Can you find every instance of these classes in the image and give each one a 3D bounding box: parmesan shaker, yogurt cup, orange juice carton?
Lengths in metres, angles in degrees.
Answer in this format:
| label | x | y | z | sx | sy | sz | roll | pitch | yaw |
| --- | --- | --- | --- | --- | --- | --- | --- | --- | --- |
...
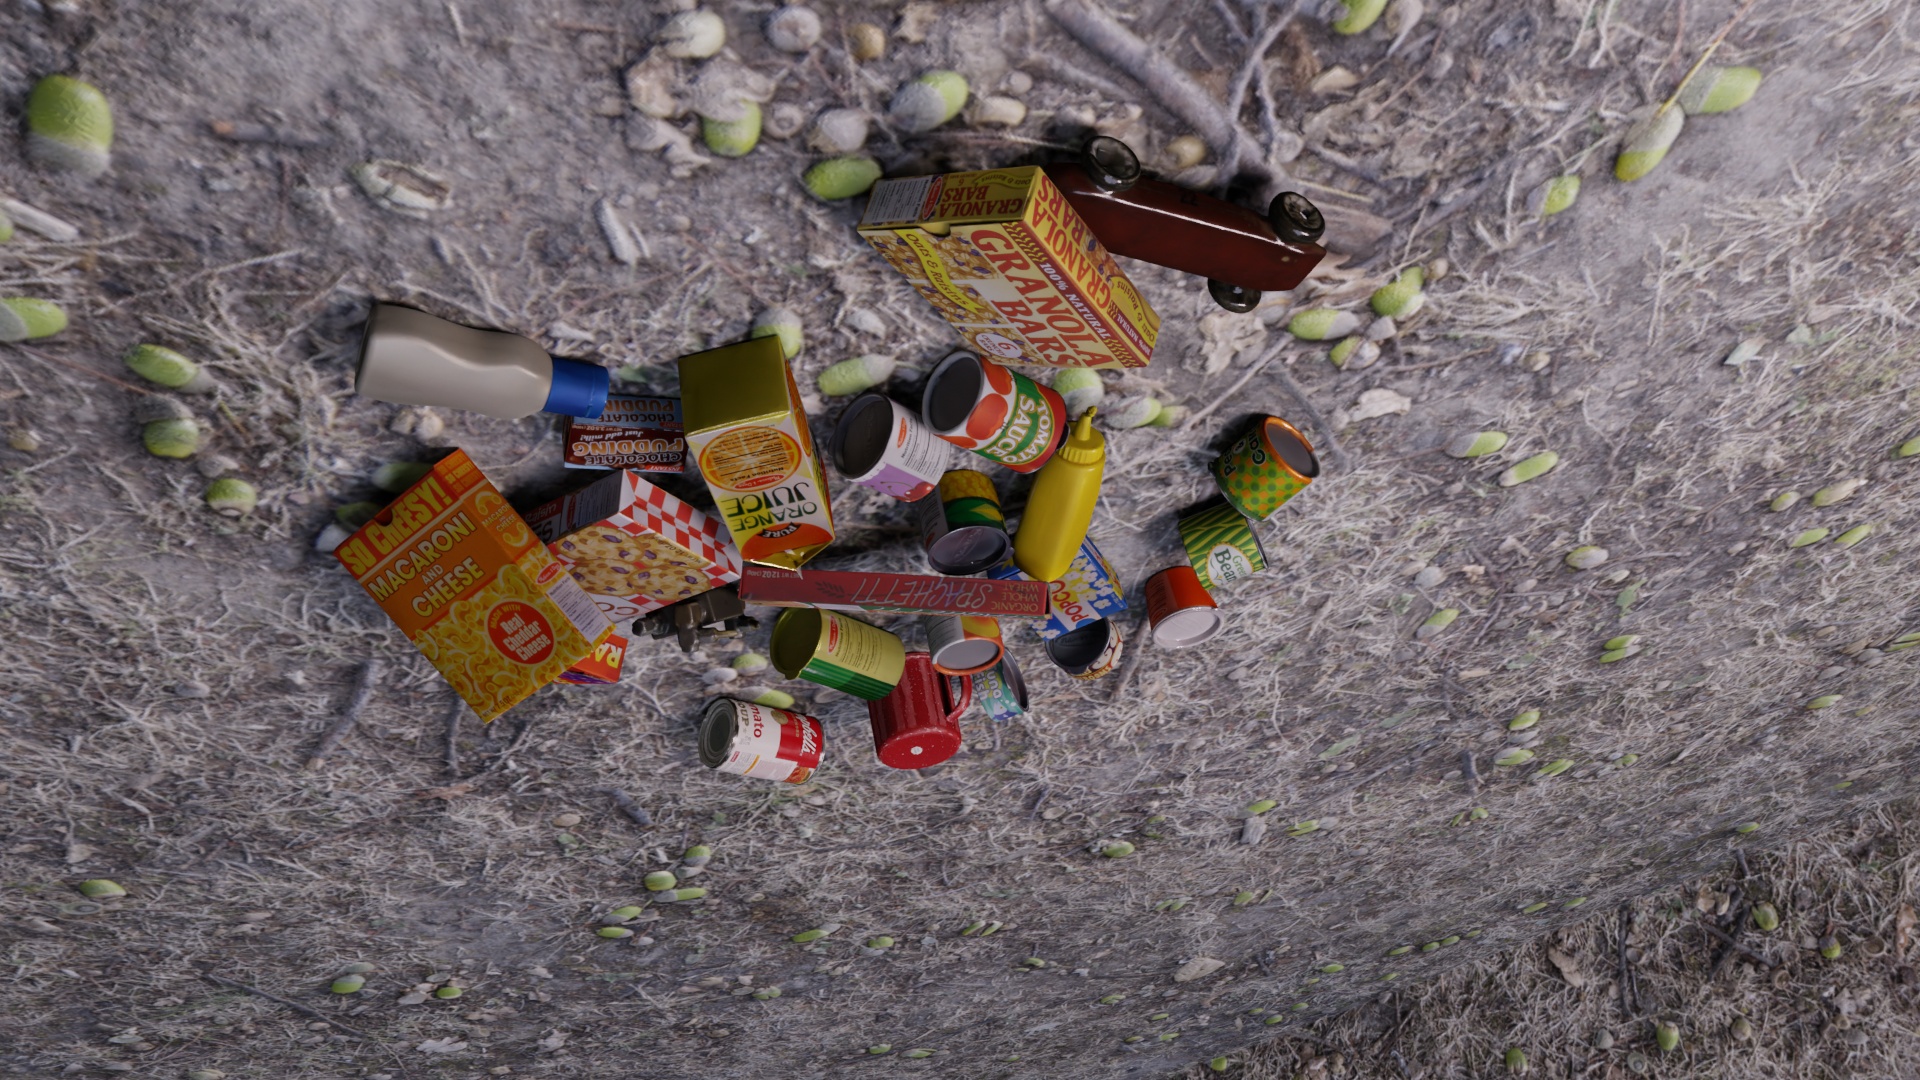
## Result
| label | x | y | z | sx | sy | sz | roll | pitch | yaw |
| --- | --- | --- | --- | --- | --- | --- | --- | --- | --- |
| parmesan shaker | -0.107 | 0.100 | 1.215 | 0.071 | 0.071 | 0.103 | -35 | 140 | 28 |
| yogurt cup | 0.202 | 0.060 | 1.276 | 0.072 | 0.054 | 0.072 | -9 | 145 | -6 |
| orange juice carton | -0.138 | -0.050 | 0.989 | 0.073 | 0.072 | 0.191 | -13 | 145 | 0 |

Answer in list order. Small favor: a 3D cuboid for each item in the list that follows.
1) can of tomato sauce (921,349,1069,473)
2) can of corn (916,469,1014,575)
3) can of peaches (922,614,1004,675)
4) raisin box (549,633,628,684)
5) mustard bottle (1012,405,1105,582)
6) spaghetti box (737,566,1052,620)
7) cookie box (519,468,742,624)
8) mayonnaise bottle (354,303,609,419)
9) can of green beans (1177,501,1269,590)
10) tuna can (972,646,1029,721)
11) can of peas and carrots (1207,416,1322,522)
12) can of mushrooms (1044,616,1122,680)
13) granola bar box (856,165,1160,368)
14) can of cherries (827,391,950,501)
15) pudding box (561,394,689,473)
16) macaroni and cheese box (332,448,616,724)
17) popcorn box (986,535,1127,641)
| label | x | y | z | sx | sy | sz | roll | pitch | yaw |
| --- | --- | --- | --- | --- | --- | --- | --- | --- | --- |
| can of tomato sauce | 0.025 | -0.091 | 0.988 | 0.083 | 0.071 | 0.071 | 21 | 133 | -38 |
| can of corn | 0.004 | -0.014 | 1.100 | 0.071 | 0.058 | 0.070 | -9 | 145 | -6 |
| can of peaches | 0.004 | 0.080 | 1.235 | 0.071 | 0.058 | 0.071 | -9 | 145 | -6 |
| raisin box | -0.337 | 0.085 | 1.100 | 0.123 | 0.040 | 0.086 | -5 | 156 | 39 |
| mustard bottle | 0.082 | -0.043 | 1.084 | 0.049 | 0.066 | 0.159 | 27 | 129 | 16 |
| spaghetti box | -0.050 | 0.043 | 1.115 | 0.250 | 0.029 | 0.050 | 3 | 172 | 6 |
| cookie box | -0.266 | 0.013 | 1.038 | 0.167 | 0.040 | 0.123 | -19 | 146 | 30 |
| mayonnaise bottle | -0.301 | -0.107 | 0.883 | 0.148 | 0.041 | 0.064 | 9 | 140 | -30 |
| can of green beans | 0.225 | 0.003 | 1.191 | 0.058 | 0.071 | 0.071 | -22 | 144 | 14 |
| tuna can | 0.037 | 0.137 | 1.317 | 0.033 | 0.071 | 0.071 | -22 | 145 | 13 |
| can of peas and carrots | 0.244 | -0.059 | 1.112 | 0.071 | 0.071 | 0.058 | 16 | 135 | -35 |
| can of mushrooms | 0.114 | 0.096 | 1.283 | 0.071 | 0.071 | 0.033 | -25 | 145 | 16 |
| granola bar box | 0.033 | -0.163 | 0.861 | 0.124 | 0.039 | 0.165 | 6 | 160 | 37 |
| can of cherries | -0.052 | -0.067 | 1.003 | 0.058 | 0.072 | 0.071 | 21 | 133 | -41 |
| pudding box | -0.231 | -0.074 | 0.962 | 0.084 | 0.030 | 0.049 | 3 | 144 | -22 |
| macaroni and cheese box | -0.346 | 0.035 | 0.988 | 0.123 | 0.040 | 0.166 | -33 | 103 | 26 |
| popcorn box | 0.083 | 0.034 | 1.213 | 0.085 | 0.038 | 0.126 | -25 | 144 | 14 |
